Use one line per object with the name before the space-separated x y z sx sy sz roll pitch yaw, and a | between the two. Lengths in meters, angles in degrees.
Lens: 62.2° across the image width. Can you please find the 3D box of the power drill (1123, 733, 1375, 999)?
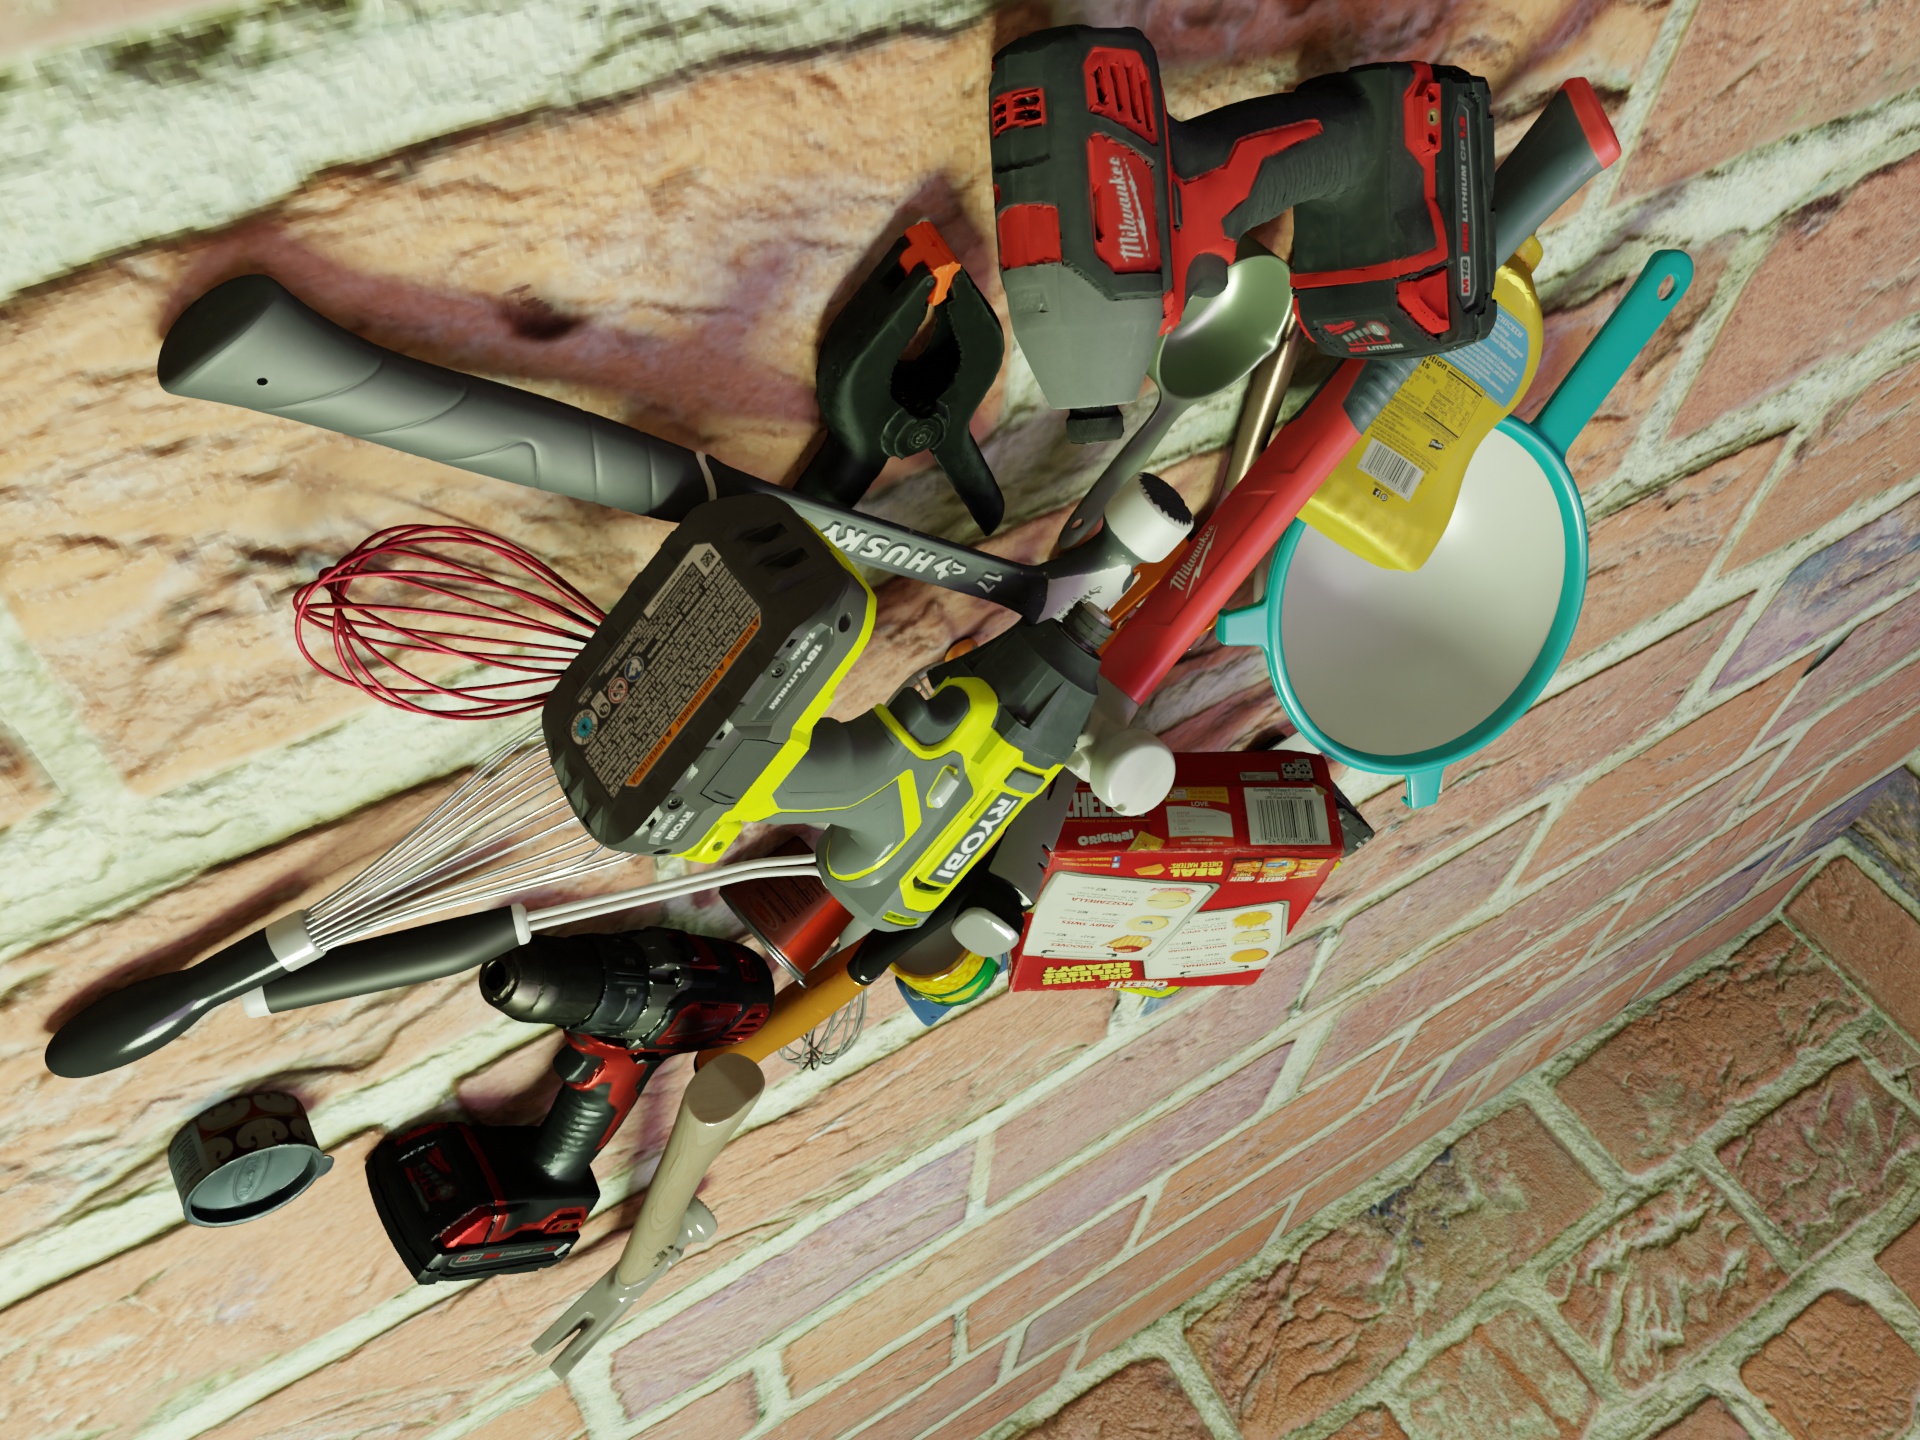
power drill | 0.179 0.116 1.170 0.228 0.080 0.190 -41 151 12

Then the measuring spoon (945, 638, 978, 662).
measuring spoon | -0.001 -0.003 0.873 0.021 0.011 0.116 -24 148 -23

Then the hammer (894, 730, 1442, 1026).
hammer | 0.138 0.084 1.068 0.405 0.035 0.144 -34 107 4

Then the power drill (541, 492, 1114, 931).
power drill | -0.038 -0.001 0.640 0.171 0.080 0.223 -50 147 13

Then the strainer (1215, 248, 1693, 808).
strainer | 0.285 -0.133 0.915 0.210 0.095 0.340 37 90 -27

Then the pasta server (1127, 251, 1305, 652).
pasta server | 0.144 -0.147 0.818 0.060 0.040 0.316 -20 142 -28

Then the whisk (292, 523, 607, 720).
whisk | -0.141 -0.027 0.650 0.073 0.073 0.295 -48 155 17

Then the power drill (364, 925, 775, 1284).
power drill | -0.224 0.198 0.856 0.226 0.080 0.187 -49 149 14

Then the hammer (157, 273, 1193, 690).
hammer | -0.086 -0.081 0.605 0.408 0.036 0.149 12 134 -44

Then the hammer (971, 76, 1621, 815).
hammer | 0.159 -0.138 0.745 0.038 0.143 0.386 37 94 -38

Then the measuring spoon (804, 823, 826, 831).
measuring spoon | -0.093 0.039 0.827 0.034 0.018 0.124 -45 149 14

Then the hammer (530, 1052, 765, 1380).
hammer | -0.183 0.297 0.955 0.146 0.038 0.410 -41 168 -33

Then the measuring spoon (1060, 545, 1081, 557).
measuring spoon | 0.043 -0.052 0.855 0.042 0.021 0.128 -25 158 -40

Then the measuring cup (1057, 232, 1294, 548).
measuring cup | 0.085 -0.152 0.733 0.083 0.038 0.167 0 136 -47

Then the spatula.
spatula | 0.058 0.015 0.926 0.041 0.081 0.322 -6 145 -25

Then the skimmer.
skimmer | -0.155 0.060 0.766 0.363 0.090 0.127 -13 142 -15

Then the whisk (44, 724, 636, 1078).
whisk | -0.253 0.079 0.679 0.284 0.070 0.070 -28 149 -8

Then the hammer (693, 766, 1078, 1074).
hammer | -0.057 0.133 0.890 0.337 0.034 0.127 -40 -162 42

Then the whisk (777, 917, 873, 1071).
whisk | -0.065 0.131 0.965 0.055 0.055 0.238 -10 136 -39

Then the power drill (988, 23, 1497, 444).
power drill | 0.109 -0.187 0.617 0.219 0.079 0.143 -13 104 -34
